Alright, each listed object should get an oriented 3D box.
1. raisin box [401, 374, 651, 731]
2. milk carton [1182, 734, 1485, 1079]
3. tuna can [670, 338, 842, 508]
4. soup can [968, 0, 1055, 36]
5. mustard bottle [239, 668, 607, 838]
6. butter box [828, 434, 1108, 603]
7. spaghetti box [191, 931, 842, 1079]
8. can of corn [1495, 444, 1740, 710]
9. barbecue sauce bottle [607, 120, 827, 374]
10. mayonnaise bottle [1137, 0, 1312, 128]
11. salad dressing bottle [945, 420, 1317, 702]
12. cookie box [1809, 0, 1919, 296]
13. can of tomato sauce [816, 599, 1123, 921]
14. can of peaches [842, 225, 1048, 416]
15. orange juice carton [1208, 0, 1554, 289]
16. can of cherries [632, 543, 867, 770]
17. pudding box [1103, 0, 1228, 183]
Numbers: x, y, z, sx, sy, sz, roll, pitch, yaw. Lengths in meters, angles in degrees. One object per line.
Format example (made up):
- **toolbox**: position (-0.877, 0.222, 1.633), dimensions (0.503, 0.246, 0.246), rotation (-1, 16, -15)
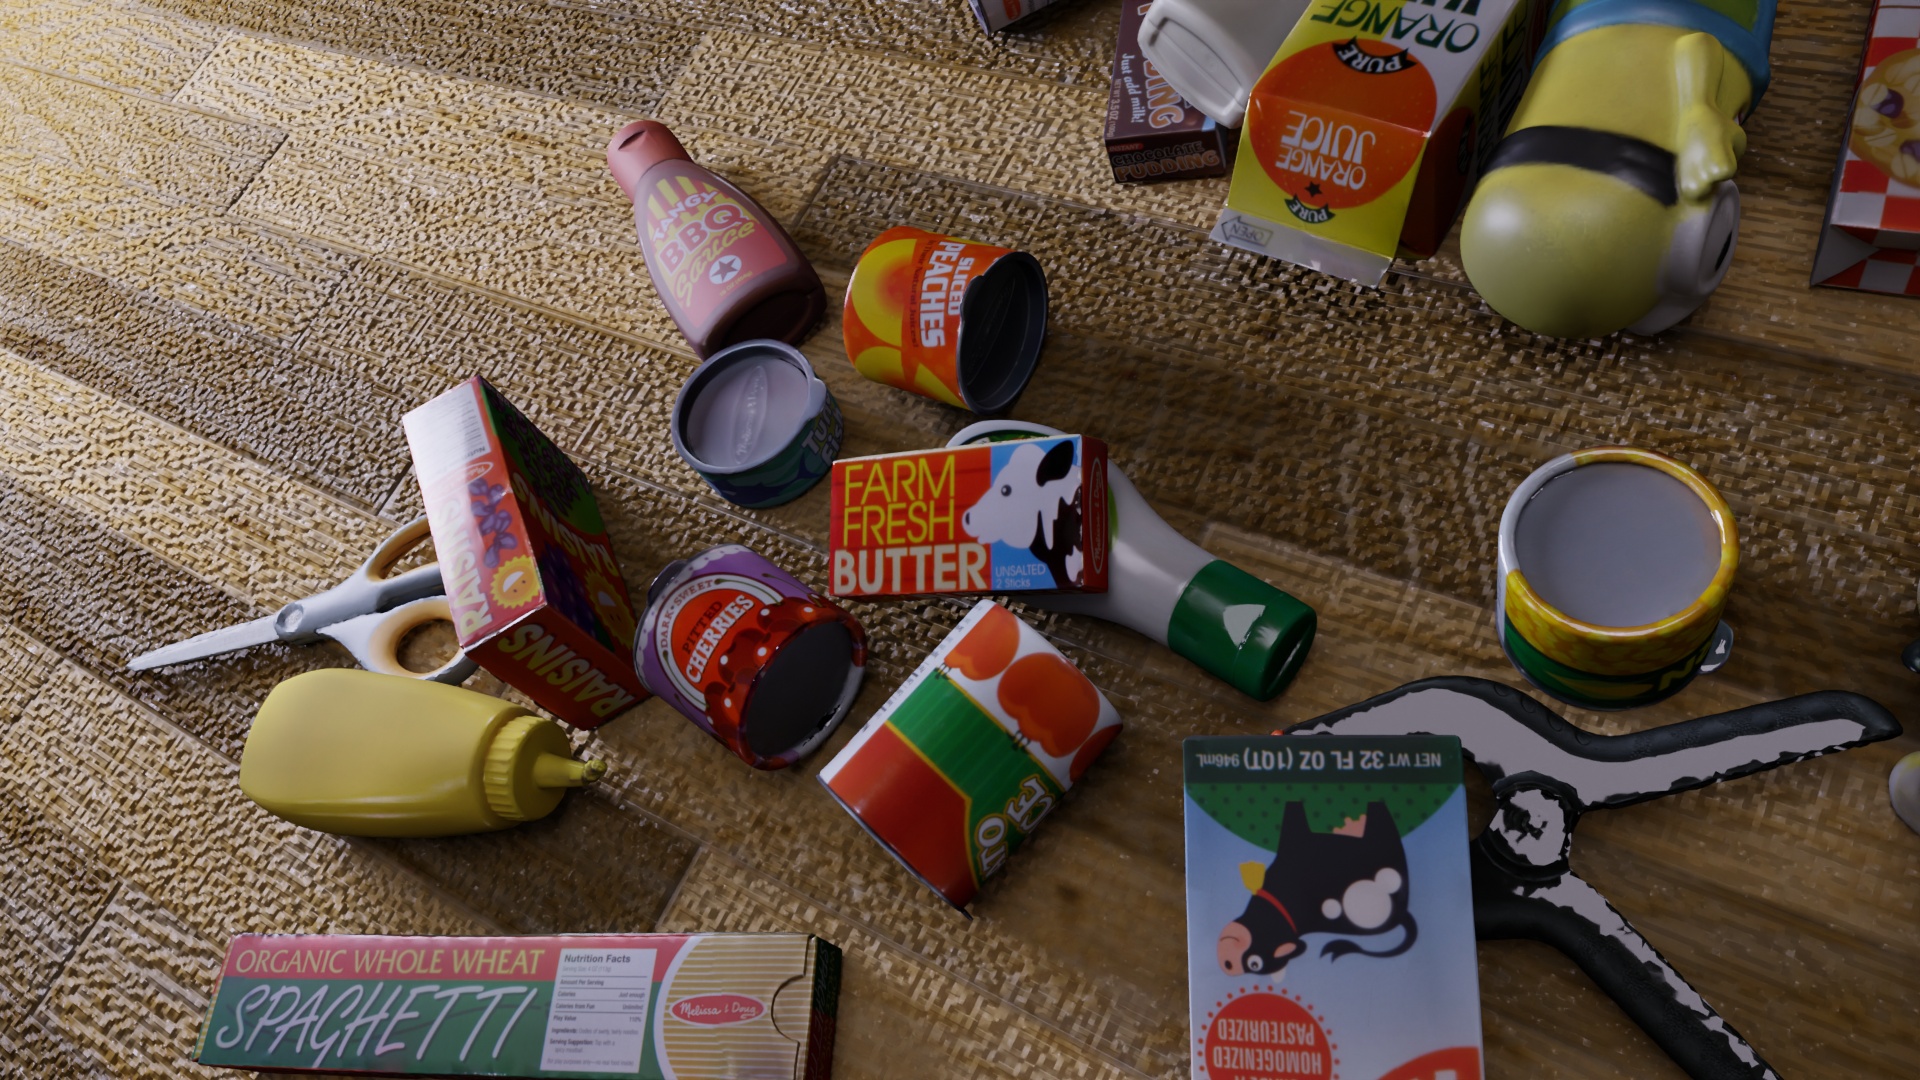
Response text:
- **raisin box**: position (-0.173, 0.006, 0.557), dimensions (0.040, 0.086, 0.124), rotation (-30, 57, 1)
- **milk carton**: position (0.103, 0.148, 0.370), dimensions (0.072, 0.073, 0.191), rotation (-3, 80, 19)
- **tuna can**: position (-0.083, -0.049, 0.585), dimensions (0.071, 0.032, 0.071), rotation (-9, 60, 16)
- **soup can**: position (0.035, -0.289, 0.652), dimensions (0.084, 0.071, 0.071), rotation (-25, 57, 6)
- **mustard bottle**: position (-0.206, 0.087, 0.547), dimensions (0.160, 0.048, 0.065), rotation (2, 66, 21)
- **butter box**: position (0.002, -0.006, 0.489), dimensions (0.103, 0.024, 0.053), rotation (-4, 81, 30)
- **spaghetti box**: position (-0.163, 0.168, 0.499), dimensions (0.250, 0.028, 0.050), rotation (-5, 61, 18)
- **can of corn**: position (0.204, 0.013, 0.430), dimensions (0.071, 0.058, 0.071), rotation (-9, 60, 16)
- **barbecue sauce bottle**: position (-0.120, -0.142, 0.644), dimensions (0.065, 0.043, 0.149), rotation (-36, 56, 0)
- **mayonnaise bottle**: position (0.141, -0.234, 0.579), dimensions (0.065, 0.041, 0.149), rotation (44, 65, 4)
- **salad dressing bottle**: position (0.055, 0.006, 0.498), dimensions (0.148, 0.044, 0.064), rotation (30, 83, 31)
- **cookie box**: position (0.375, -0.156, 0.471), dimensions (0.123, 0.040, 0.168), rotation (14, 69, 26)
- **can of tomato sauce**: position (0.005, 0.073, 0.468), dimensions (0.083, 0.071, 0.071), rotation (-47, 58, -9)
- **can of peaches**: position (-0.007, -0.090, 0.557), dimensions (0.058, 0.071, 0.071), rotation (20, 71, 29)
- **orange juice carton**: position (0.174, -0.181, 0.538), dimensions (0.072, 0.072, 0.193), rotation (27, 75, 29)
- **can of cherries**: position (-0.078, 0.042, 0.511), dimensions (0.058, 0.071, 0.071), rotation (30, 76, 30)
- **pudding box**: position (0.093, -0.198, 0.603), dimensions (0.049, 0.030, 0.084), rotation (0, 63, 20)
